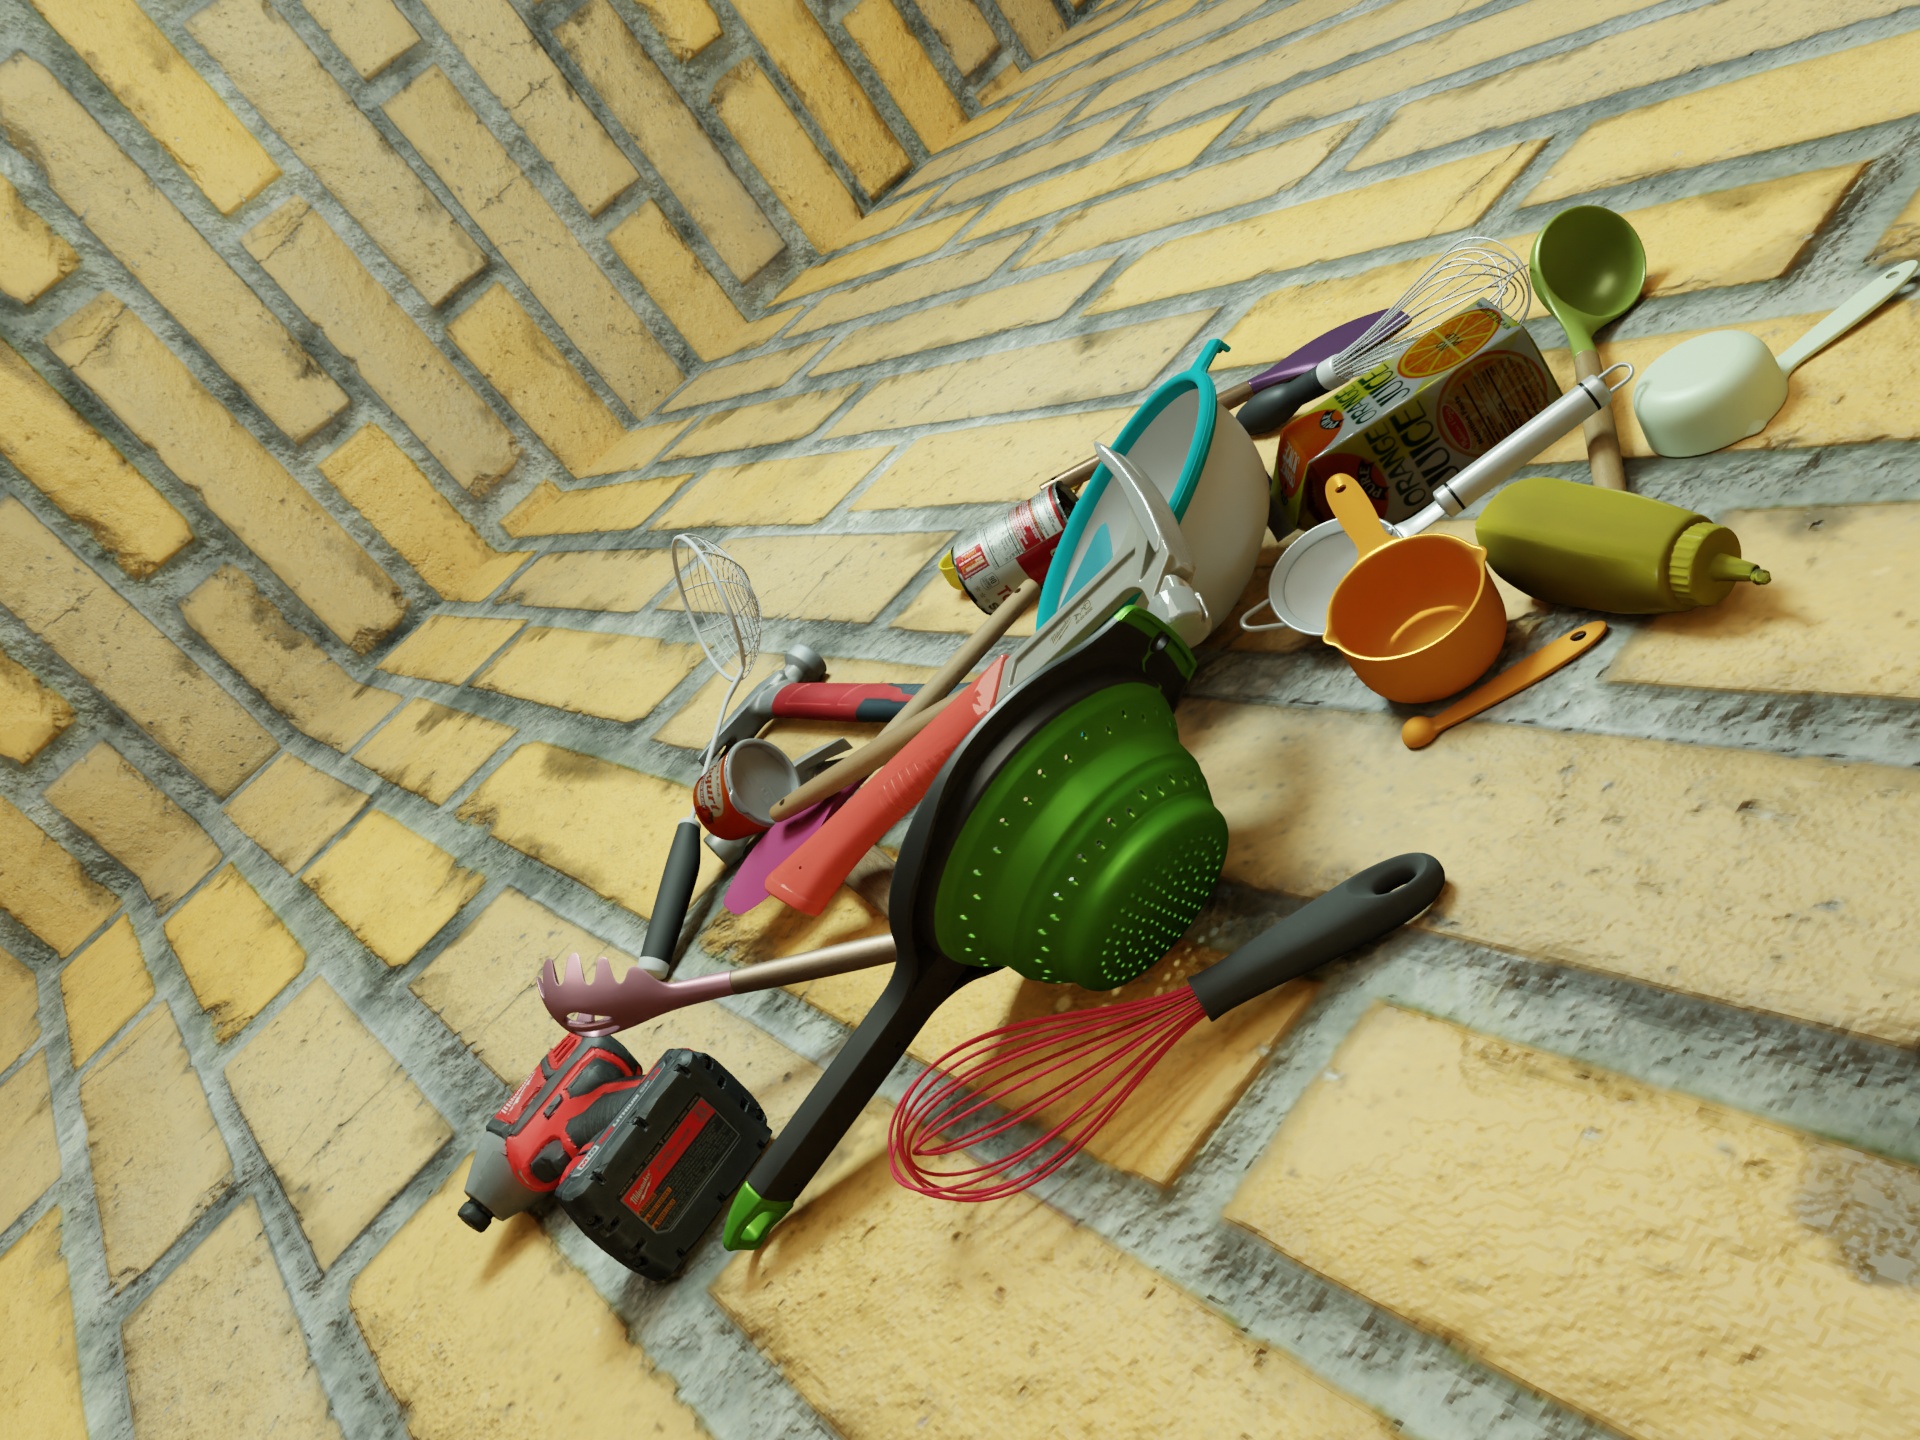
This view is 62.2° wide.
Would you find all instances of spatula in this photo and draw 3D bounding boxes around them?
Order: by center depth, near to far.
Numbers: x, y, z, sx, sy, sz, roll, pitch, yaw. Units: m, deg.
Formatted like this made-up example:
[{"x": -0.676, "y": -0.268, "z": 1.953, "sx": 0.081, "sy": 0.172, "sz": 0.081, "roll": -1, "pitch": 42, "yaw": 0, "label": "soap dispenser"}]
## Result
[{"x": -0.016, "y": -0.013, "z": 1.038, "sx": 0.317, "sy": 0.044, "sz": 0.082, "roll": -32, "pitch": 35, "yaw": 26, "label": "spatula"}, {"x": 0.206, "y": -0.253, "z": 1.264, "sx": 0.316, "sy": 0.018, "sz": 0.060, "roll": -26, "pitch": 29, "yaw": 4, "label": "spatula"}]

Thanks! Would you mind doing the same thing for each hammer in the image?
[{"x": -0.002, "y": -0.003, "z": 0.967, "sx": 0.359, "sy": 0.036, "sz": 0.149, "roll": -43, "pitch": 45, "yaw": 28, "label": "hammer"}, {"x": -0.082, "y": 0.088, "z": 1.108, "sx": 0.130, "sy": 0.031, "sz": 0.331, "roll": -44, "pitch": 25, "yaw": -10, "label": "hammer"}, {"x": -0.073, "y": -0.003, "z": 1.244, "sx": 0.143, "sy": 0.038, "sz": 0.386, "roll": -51, "pitch": 27, "yaw": -23, "label": "hammer"}]

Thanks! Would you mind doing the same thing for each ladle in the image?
[{"x": 0.385, "y": -0.211, "z": 0.951, "sx": 0.320, "sy": 0.078, "sz": 0.062, "roll": -74, "pitch": 10, "yaw": -45, "label": "ladle"}]

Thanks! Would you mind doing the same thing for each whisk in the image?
[{"x": 0.096, "y": 0.141, "z": 0.747, "sx": 0.296, "sy": 0.073, "sz": 0.073, "roll": -30, "pitch": 25, "yaw": 3, "label": "whisk"}, {"x": 0.288, "y": -0.262, "z": 1.133, "sx": 0.070, "sy": 0.070, "sz": 0.284, "roll": -53, "pitch": 16, "yaw": -28, "label": "whisk"}]

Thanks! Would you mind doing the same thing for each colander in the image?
[{"x": 0.021, "y": 0.135, "z": 0.810, "sx": 0.095, "sy": 0.204, "sz": 0.397, "roll": 37, "pitch": 94, "yaw": 30, "label": "colander"}]

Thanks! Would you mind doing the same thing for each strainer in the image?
[{"x": 0.279, "y": -0.121, "z": 0.925, "sx": 0.258, "sy": 0.050, "sz": 0.087, "roll": -38, "pitch": 44, "yaw": 17, "label": "strainer"}, {"x": 0.129, "y": -0.067, "z": 1.007, "sx": 0.211, "sy": 0.095, "sz": 0.341, "roll": -49, "pitch": 22, "yaw": 48, "label": "strainer"}]

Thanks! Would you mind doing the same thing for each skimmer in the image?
[{"x": -0.224, "y": 0.022, "z": 1.237, "sx": 0.127, "sy": 0.090, "sz": 0.364, "roll": 111, "pitch": 170, "yaw": -61, "label": "skimmer"}]

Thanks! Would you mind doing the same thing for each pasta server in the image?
[{"x": -0.110, "y": 0.145, "z": 0.952, "sx": 0.316, "sy": 0.060, "sz": 0.040, "roll": -14, "pitch": 46, "yaw": 11, "label": "pasta server"}]

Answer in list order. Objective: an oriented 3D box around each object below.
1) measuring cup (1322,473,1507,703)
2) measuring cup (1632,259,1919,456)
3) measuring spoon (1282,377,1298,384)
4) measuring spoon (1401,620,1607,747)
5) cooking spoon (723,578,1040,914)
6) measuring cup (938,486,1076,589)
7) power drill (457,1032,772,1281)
[{"x": 0.243, "y": -0.078, "z": 0.887, "sx": 0.095, "sy": 0.052, "sz": 0.174, "roll": -31, "pitch": 36, "yaw": 16, "label": "measuring cup"}, {"x": 0.449, "y": -0.211, "z": 0.877, "sx": 0.167, "sy": 0.038, "sz": 0.083, "roll": -37, "pitch": 24, "yaw": 9, "label": "measuring cup"}, {"x": 0.230, "y": -0.255, "z": 1.274, "sx": 0.128, "sy": 0.021, "sz": 0.042, "roll": -38, "pitch": 25, "yaw": 5, "label": "measuring spoon"}, {"x": 0.278, "y": -0.021, "z": 0.820, "sx": 0.117, "sy": 0.011, "sz": 0.021, "roll": -32, "pitch": 25, "yaw": 14, "label": "measuring spoon"}, {"x": -0.051, "y": 0.016, "z": 1.119, "sx": 0.319, "sy": 0.017, "sz": 0.069, "roll": -47, "pitch": 27, "yaw": -12, "label": "cooking spoon"}, {"x": 0.050, "y": -0.160, "z": 1.370, "sx": 0.156, "sy": 0.029, "sz": 0.062, "roll": -35, "pitch": 22, "yaw": -20, "label": "measuring cup"}, {"x": -0.222, "y": 0.258, "z": 0.960, "sx": 0.220, "sy": 0.078, "sz": 0.143, "roll": -8, "pitch": 37, "yaw": 53, "label": "power drill"}]
